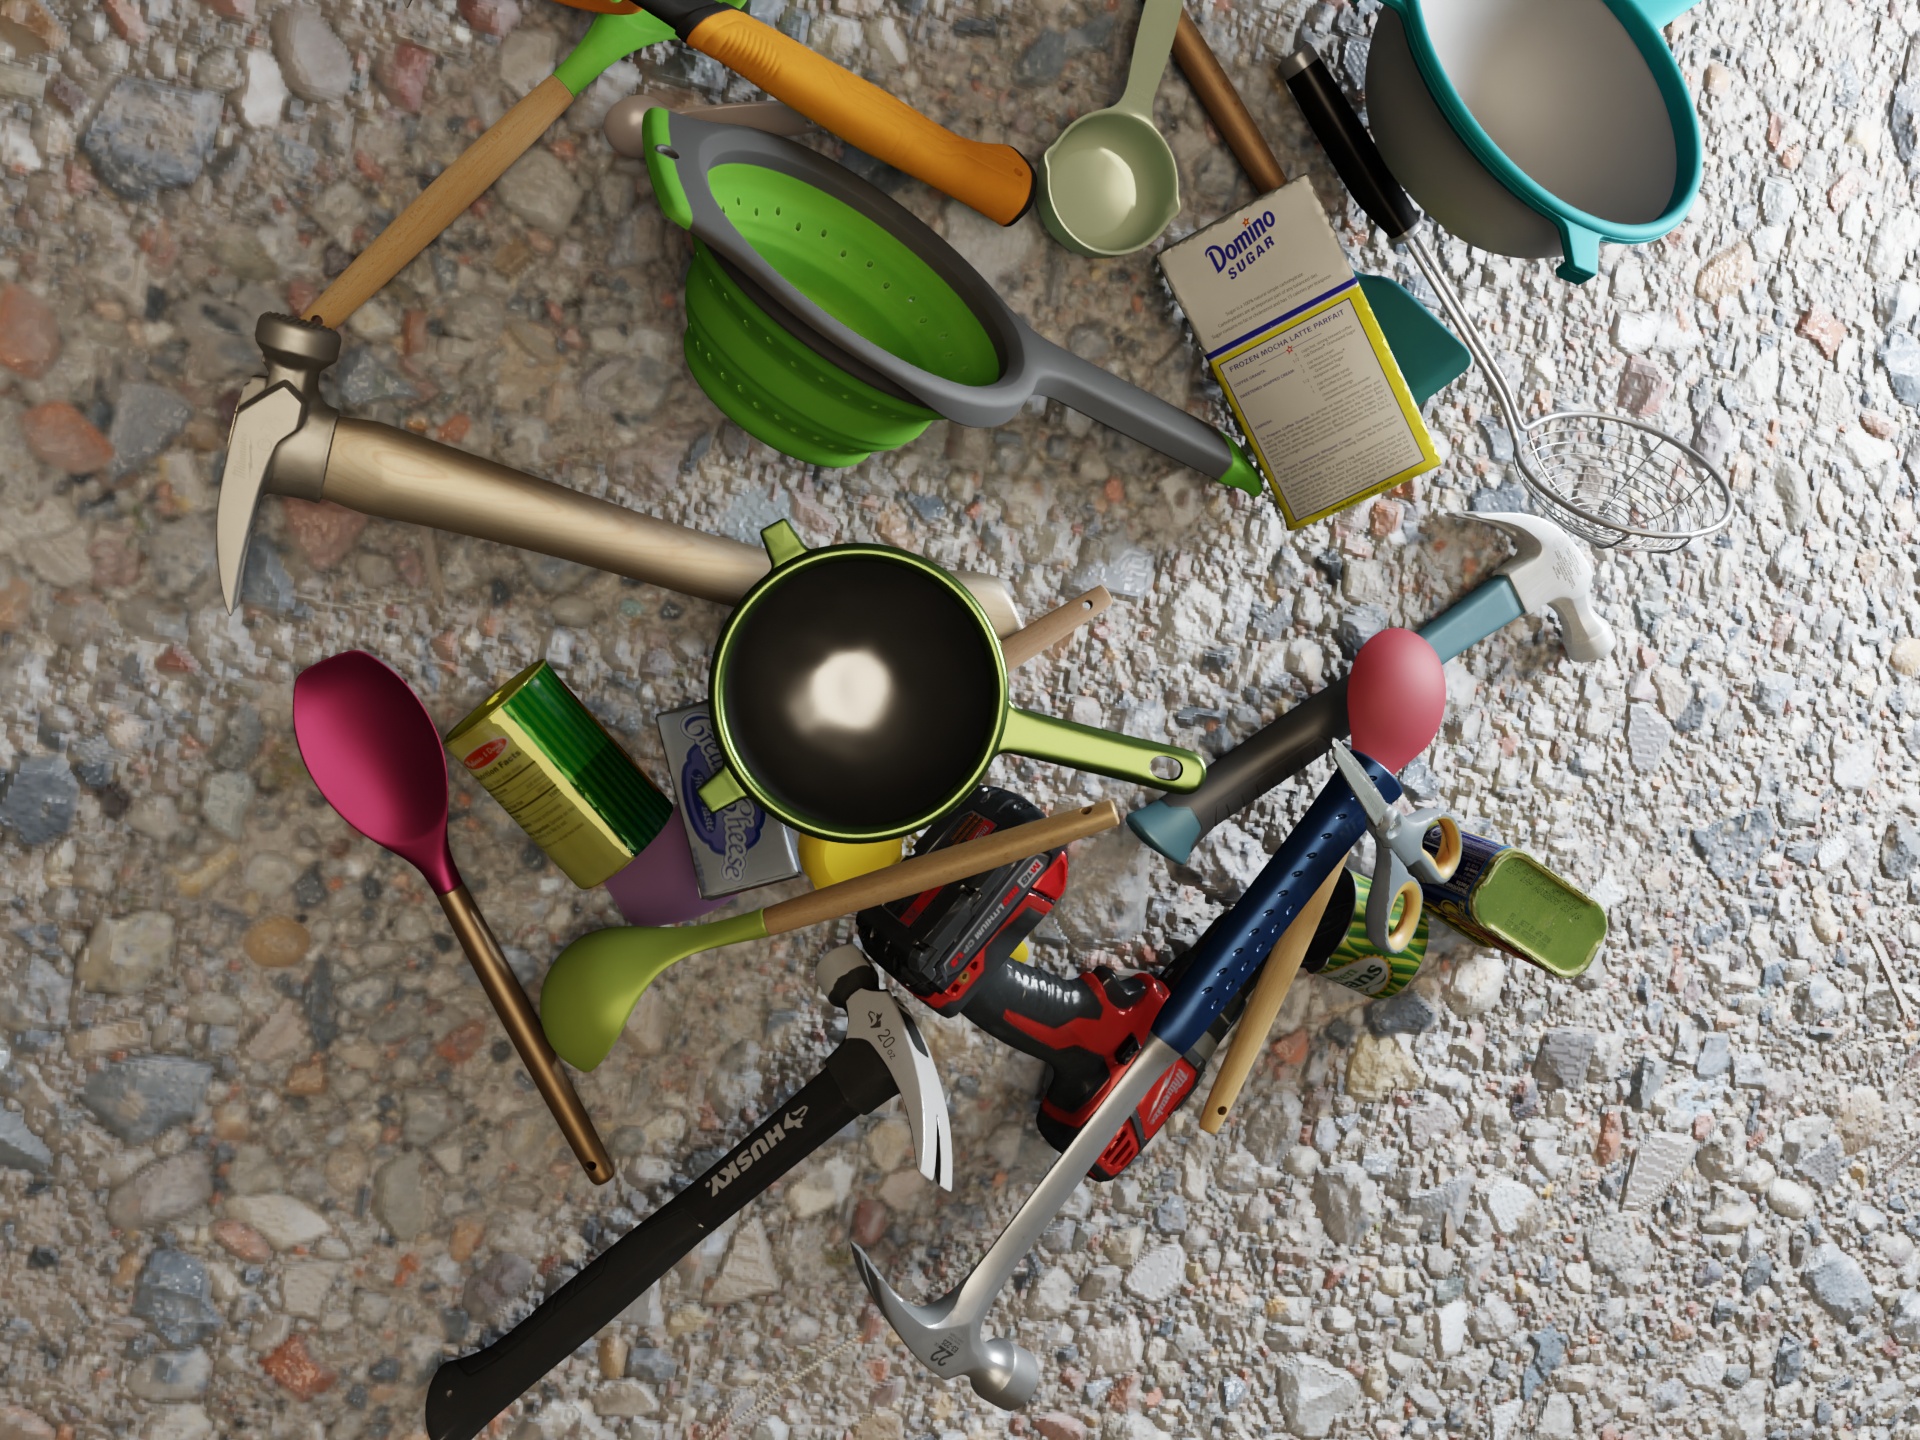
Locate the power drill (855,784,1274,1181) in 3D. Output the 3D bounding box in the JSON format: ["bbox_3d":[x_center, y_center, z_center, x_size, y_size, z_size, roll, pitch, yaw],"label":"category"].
[{"bbox_3d":[0.073,0.133,0.898,0.188,0.080,0.226,-48,117,-9],"label":"power drill"}]

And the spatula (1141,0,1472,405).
[{"bbox_3d":[0.171,-0.311,0.894,0.082,0.044,0.317,-32,104,20],"label":"spatula"}]

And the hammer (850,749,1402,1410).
[{"bbox_3d":[0.102,0.182,0.864,0.144,0.035,0.405,42,83,-31],"label":"hammer"}]

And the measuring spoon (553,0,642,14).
[{"bbox_3d":[-0.210,-0.366,0.775,0.117,0.011,0.021,16,87,1],"label":"measuring spoon"}]

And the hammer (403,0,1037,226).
[{"bbox_3d":[-0.101,-0.321,0.772,0.336,0.034,0.127,19,56,-31],"label":"hammer"}]

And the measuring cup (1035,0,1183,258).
[{"bbox_3d":[0.090,-0.335,0.872,0.083,0.038,0.167,16,91,-17],"label":"measuring cup"}]

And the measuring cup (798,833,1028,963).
[{"bbox_3d":[-0.021,0.099,0.898,0.156,0.029,0.062,34,87,-15],"label":"measuring cup"}]

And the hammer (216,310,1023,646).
[{"bbox_3d":[-0.163,-0.080,0.828,0.410,0.038,0.146,14,101,-19],"label":"hammer"}]

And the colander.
[{"bbox_3d":[-0.005,-0.172,0.835,0.396,0.205,0.094,19,126,-33],"label":"colander"}]

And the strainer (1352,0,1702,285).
[{"bbox_3d":[0.334,-0.363,0.904,0.340,0.095,0.211,-39,92,-35],"label":"strainer"}]

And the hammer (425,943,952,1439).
[{"bbox_3d":[-0.149,0.274,0.845,0.335,0.146,0.035,-40,138,1],"label":"hammer"}]

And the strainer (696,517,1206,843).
[{"bbox_3d":[-0.001,-0.003,0.826,0.256,0.069,0.151,14,92,-5],"label":"strainer"}]

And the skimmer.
[{"bbox_3d":[0.316,-0.247,0.921,0.363,0.090,0.127,53,47,-13],"label":"skimmer"}]

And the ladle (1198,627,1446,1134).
[{"bbox_3d":[0.207,0.092,0.919,0.069,0.031,0.315,26,87,-18],"label":"ladle"}]

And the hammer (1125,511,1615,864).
[{"bbox_3d":[0.244,-0.015,0.959,0.331,0.033,0.128,-33,106,-10],"label":"hammer"}]

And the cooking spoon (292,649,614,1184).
[{"bbox_3d":[-0.257,0.111,0.838,0.069,0.017,0.318,-23,103,2],"label":"cooking spoon"}]

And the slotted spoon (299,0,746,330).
[{"bbox_3d":[-0.218,-0.300,0.792,0.314,0.031,0.070,-46,106,-4],"label":"slotted spoon"}]

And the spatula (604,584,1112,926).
[{"bbox_3d":[-0.052,0.016,0.865,0.316,0.018,0.060,-33,90,-2],"label":"spatula"}]

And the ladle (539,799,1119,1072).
[{"bbox_3d":[-0.069,0.104,0.815,0.320,0.078,0.062,-18,122,7],"label":"ladle"}]

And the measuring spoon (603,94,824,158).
[{"bbox_3d":[-0.120,-0.304,0.817,0.124,0.034,0.018,-10,61,-19],"label":"measuring spoon"}]
